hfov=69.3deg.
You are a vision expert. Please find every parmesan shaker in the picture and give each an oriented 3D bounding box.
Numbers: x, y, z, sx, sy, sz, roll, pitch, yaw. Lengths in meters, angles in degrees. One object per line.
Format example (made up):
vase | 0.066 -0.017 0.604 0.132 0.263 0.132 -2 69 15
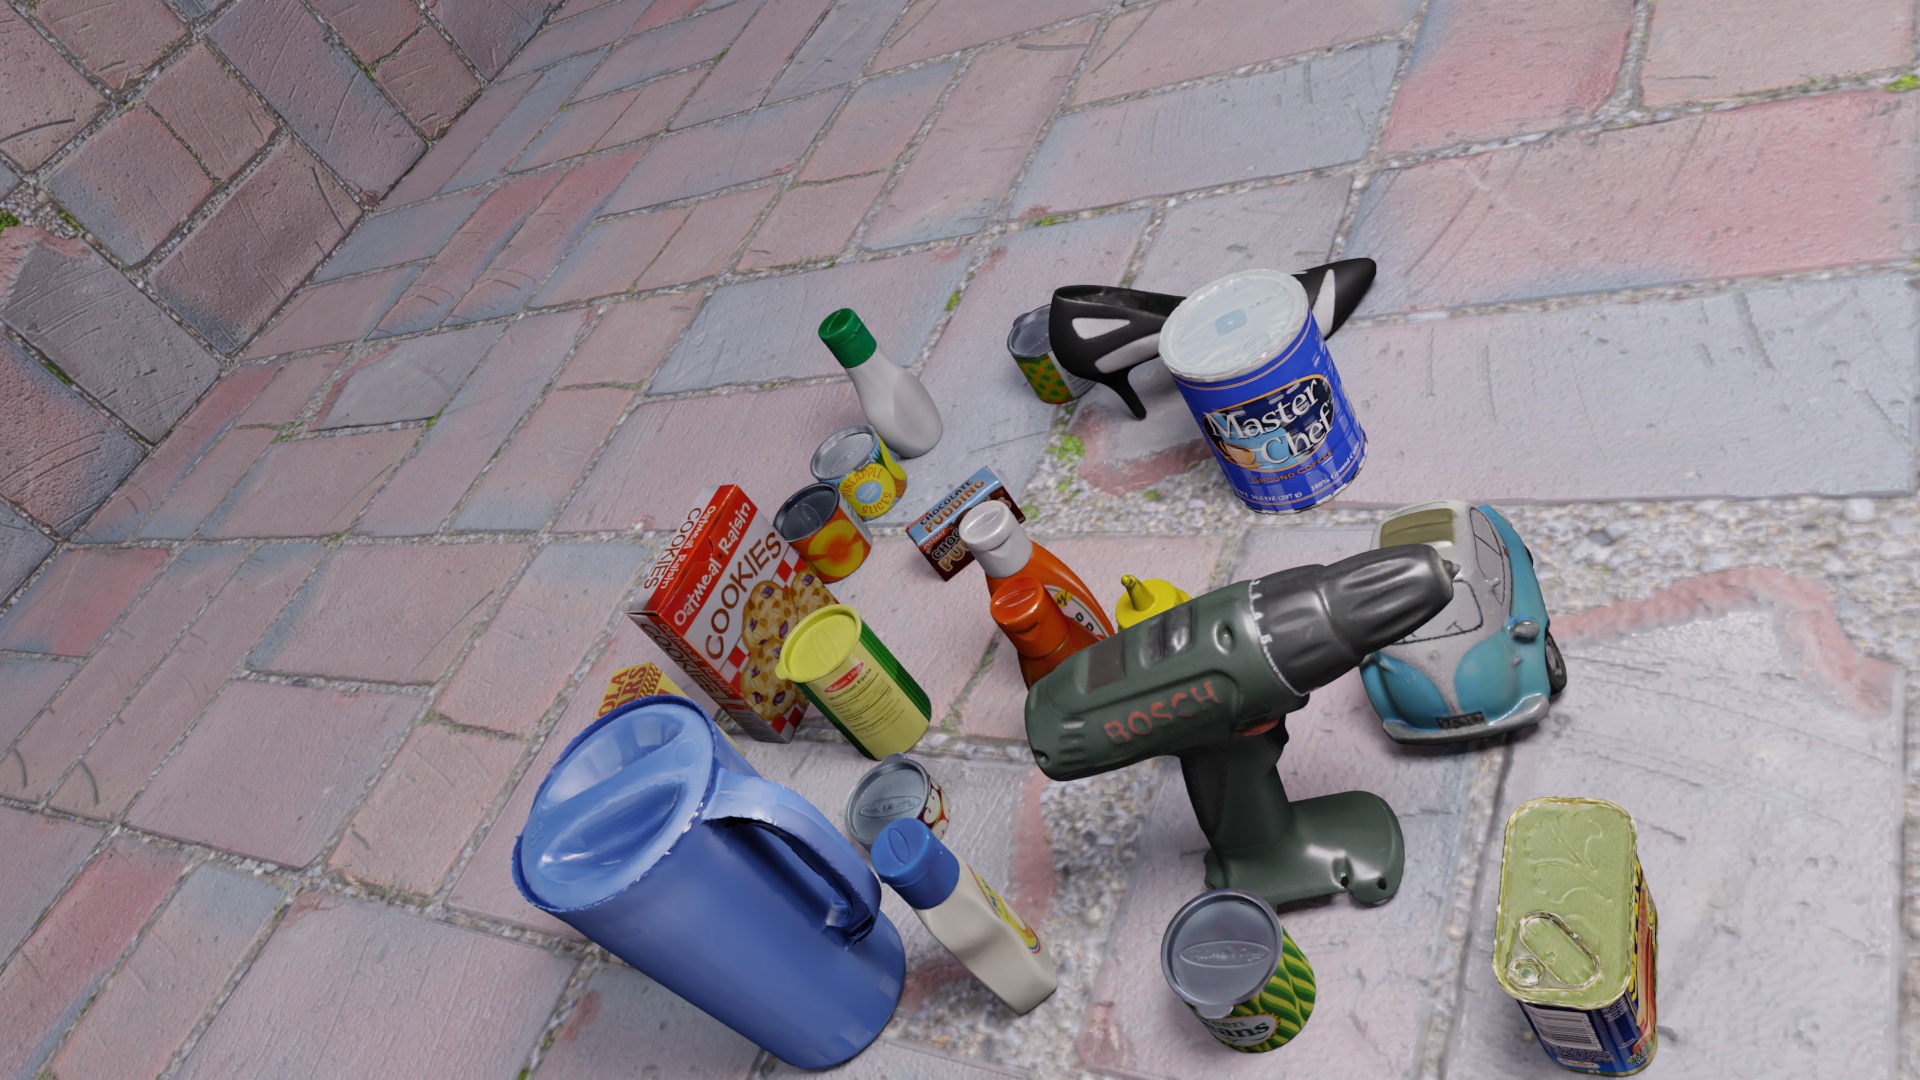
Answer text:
parmesan shaker | -0.076 0.104 0.990 0.071 0.102 0.072 -21 40 19

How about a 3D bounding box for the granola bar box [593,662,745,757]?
granola bar box | -0.224 0.191 0.995 0.039 0.123 0.166 -13 43 27

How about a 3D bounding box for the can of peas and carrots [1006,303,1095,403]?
can of peas and carrots | 0.080 -0.160 1.185 0.071 0.058 0.071 -21 40 19

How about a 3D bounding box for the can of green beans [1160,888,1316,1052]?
can of green beans | 0.147 0.226 0.730 0.071 0.057 0.071 -21 40 19

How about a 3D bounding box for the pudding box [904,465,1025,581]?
pudding box | 0.004 -0.014 1.097 0.084 0.049 0.030 -38 38 -3

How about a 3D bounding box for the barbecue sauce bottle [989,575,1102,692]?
barbecue sauce bottle | 0.067 0.081 0.870 0.065 0.148 0.044 -23 40 17

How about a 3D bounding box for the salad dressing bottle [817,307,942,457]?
salad dressing bottle | -0.069 -0.136 1.200 0.044 0.147 0.064 -2 49 36

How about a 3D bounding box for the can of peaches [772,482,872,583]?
can of peaches | -0.118 -0.005 1.172 0.071 0.058 0.071 -21 40 19

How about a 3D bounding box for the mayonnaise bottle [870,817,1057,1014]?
mayonnaise bottle | 0.002 0.209 0.784 0.041 0.147 0.065 -37 38 0

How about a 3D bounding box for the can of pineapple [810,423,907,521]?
can of pineapple | -0.087 -0.058 1.205 0.071 0.057 0.071 -21 40 19

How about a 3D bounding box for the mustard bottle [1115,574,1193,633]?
mustard bottle | 0.130 0.066 0.827 0.065 0.159 0.049 -40 38 -5

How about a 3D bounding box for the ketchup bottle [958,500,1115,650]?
ketchup bottle | 0.048 0.034 0.932 0.065 0.148 0.044 -36 38 1

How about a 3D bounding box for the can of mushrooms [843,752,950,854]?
can of mushrooms | -0.042 0.182 0.940 0.071 0.033 0.071 -21 40 19

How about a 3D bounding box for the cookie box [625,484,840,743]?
cookie box | -0.162 0.057 1.053 0.040 0.167 0.123 -2 49 36
